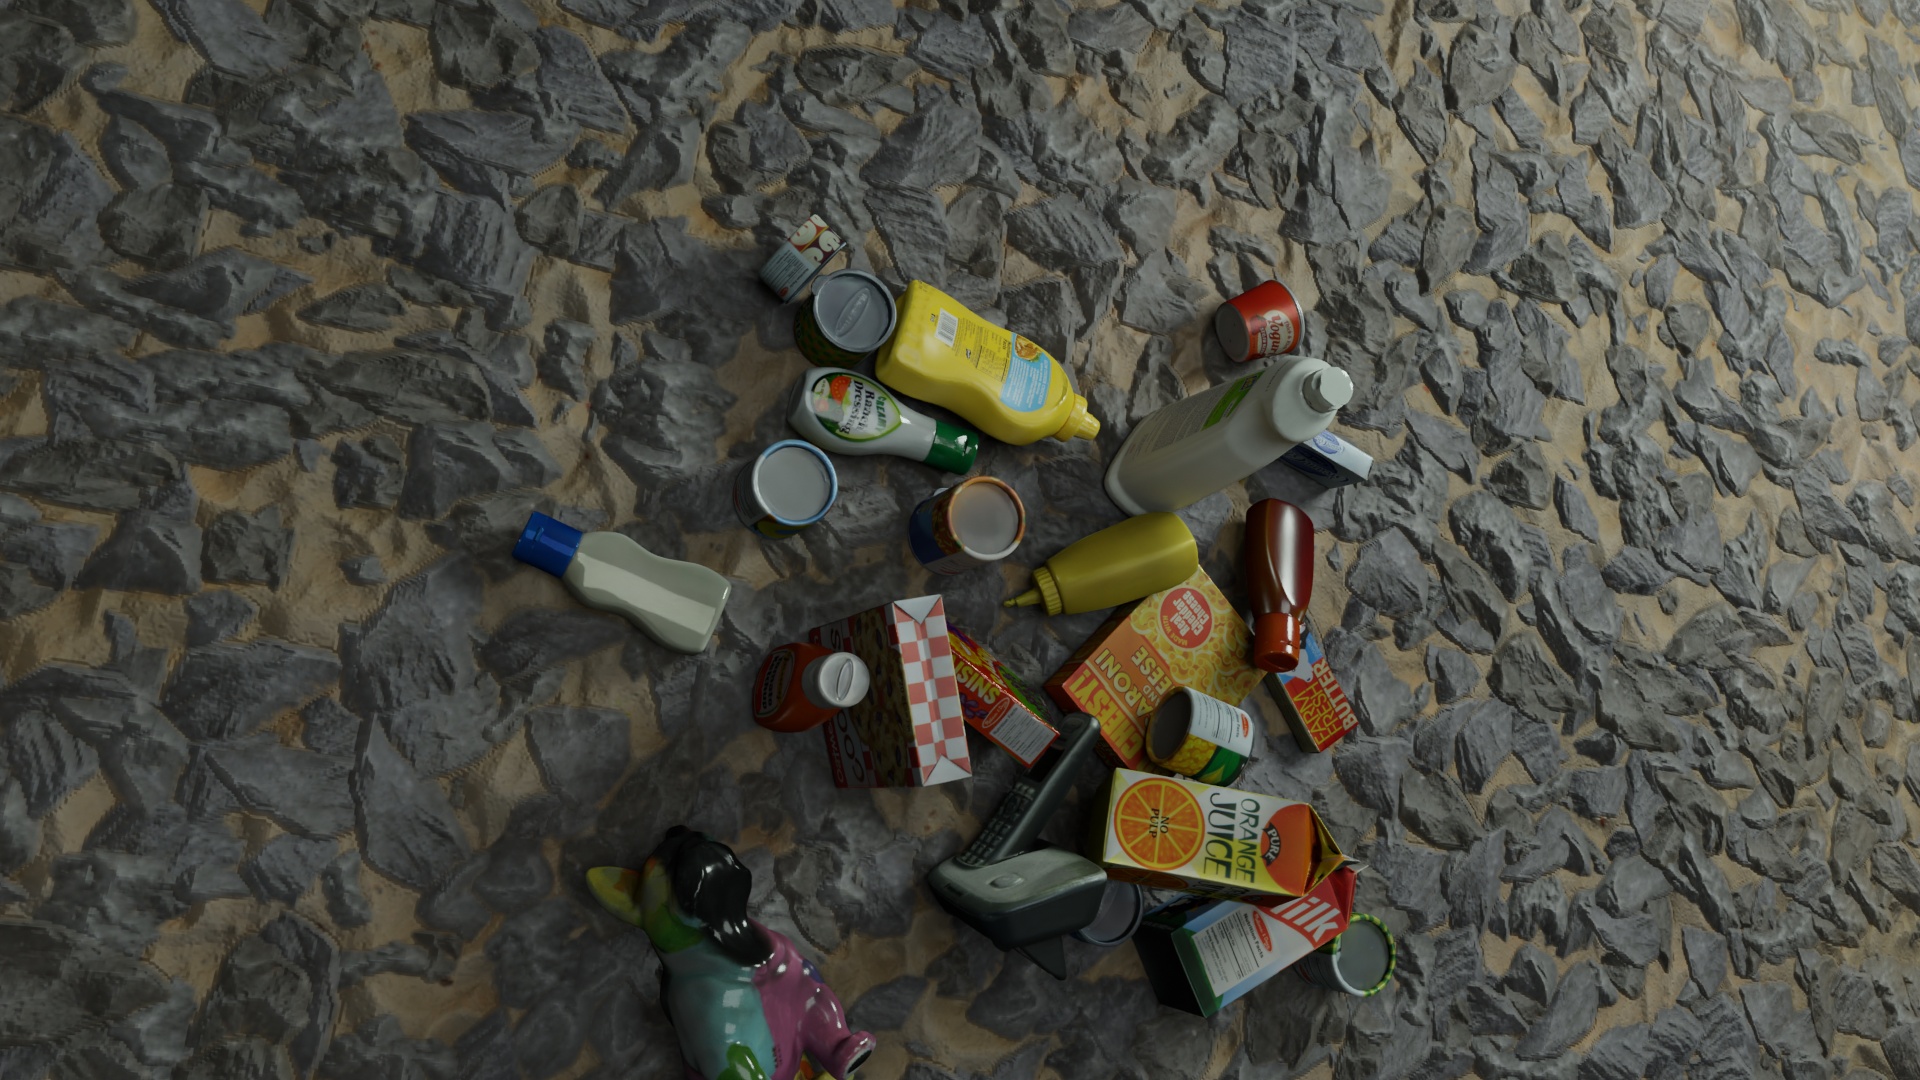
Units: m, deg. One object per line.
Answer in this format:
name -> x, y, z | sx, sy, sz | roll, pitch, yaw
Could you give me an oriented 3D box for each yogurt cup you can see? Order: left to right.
yogurt cup -> 0.262, -0.191, 1.226 | 0.054, 0.072, 0.072 | -20, 89, -16

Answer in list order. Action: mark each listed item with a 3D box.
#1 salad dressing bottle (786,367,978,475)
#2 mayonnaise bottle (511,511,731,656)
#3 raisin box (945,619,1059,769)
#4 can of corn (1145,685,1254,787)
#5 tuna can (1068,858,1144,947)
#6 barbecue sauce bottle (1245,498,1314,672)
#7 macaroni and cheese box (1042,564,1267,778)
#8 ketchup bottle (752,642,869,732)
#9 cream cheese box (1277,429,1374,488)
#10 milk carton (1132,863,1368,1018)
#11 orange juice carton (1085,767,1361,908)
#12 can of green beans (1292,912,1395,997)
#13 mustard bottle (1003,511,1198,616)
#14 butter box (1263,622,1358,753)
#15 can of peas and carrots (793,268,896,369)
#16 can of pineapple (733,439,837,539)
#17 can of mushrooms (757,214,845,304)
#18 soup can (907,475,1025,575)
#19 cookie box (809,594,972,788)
salad dressing bottle -> -0.059, -0.089, 1.082 | 0.148, 0.044, 0.064 | 17, 72, -19
mayonnaise bottle -> -0.241, 0.026, 0.987 | 0.148, 0.041, 0.065 | 27, 70, -15
raisin box -> 0.012, 0.109, 1.050 | 0.123, 0.086, 0.040 | 39, 97, -12
can of corn -> 0.185, 0.155, 1.086 | 0.058, 0.071, 0.071 | 24, 73, -19
tuna can -> 0.106, 0.282, 1.091 | 0.071, 0.032, 0.071 | 4, 79, -22
barbecue sauce bottle -> 0.269, 0.039, 1.174 | 0.065, 0.043, 0.149 | 28, 52, -25
macaroni and cheese box -> 0.165, 0.111, 1.143 | 0.167, 0.040, 0.123 | -42, 98, -24
ketchup bottle -> -0.104, 0.101, 0.972 | 0.043, 0.148, 0.065 | 18, 75, -21
cream cheese box -> 0.308, -0.081, 1.230 | 0.104, 0.053, 0.024 | 27, 74, -17
milk carton -> 0.239, 0.302, 1.123 | 0.191, 0.072, 0.073 | -22, 90, -24
orange juice carton -> 0.198, 0.231, 1.054 | 0.193, 0.071, 0.073 | 11, 67, -2
can of green beans -> 0.318, 0.342, 1.156 | 0.071, 0.057, 0.071 | 4, 79, -22
mustard bottle -> 0.109, 0.026, 1.120 | 0.160, 0.065, 0.048 | -19, 126, -6
butter box -> 0.298, 0.128, 1.205 | 0.053, 0.024, 0.103 | -30, 93, -24
can of peas and carrots -> -0.092, -0.171, 1.075 | 0.071, 0.058, 0.071 | 4, 79, -22
can of pineapple -> -0.129, -0.038, 1.036 | 0.071, 0.057, 0.071 | 4, 79, -22
can of mushrooms -> -0.121, -0.217, 1.068 | 0.033, 0.071, 0.071 | 44, 68, -10
soup can -> 0.004, -0.013, 1.073 | 0.071, 0.083, 0.071 | 4, 79, -22
cookie box -> -0.054, 0.111, 0.981 | 0.040, 0.167, 0.123 | -7, 84, -26
